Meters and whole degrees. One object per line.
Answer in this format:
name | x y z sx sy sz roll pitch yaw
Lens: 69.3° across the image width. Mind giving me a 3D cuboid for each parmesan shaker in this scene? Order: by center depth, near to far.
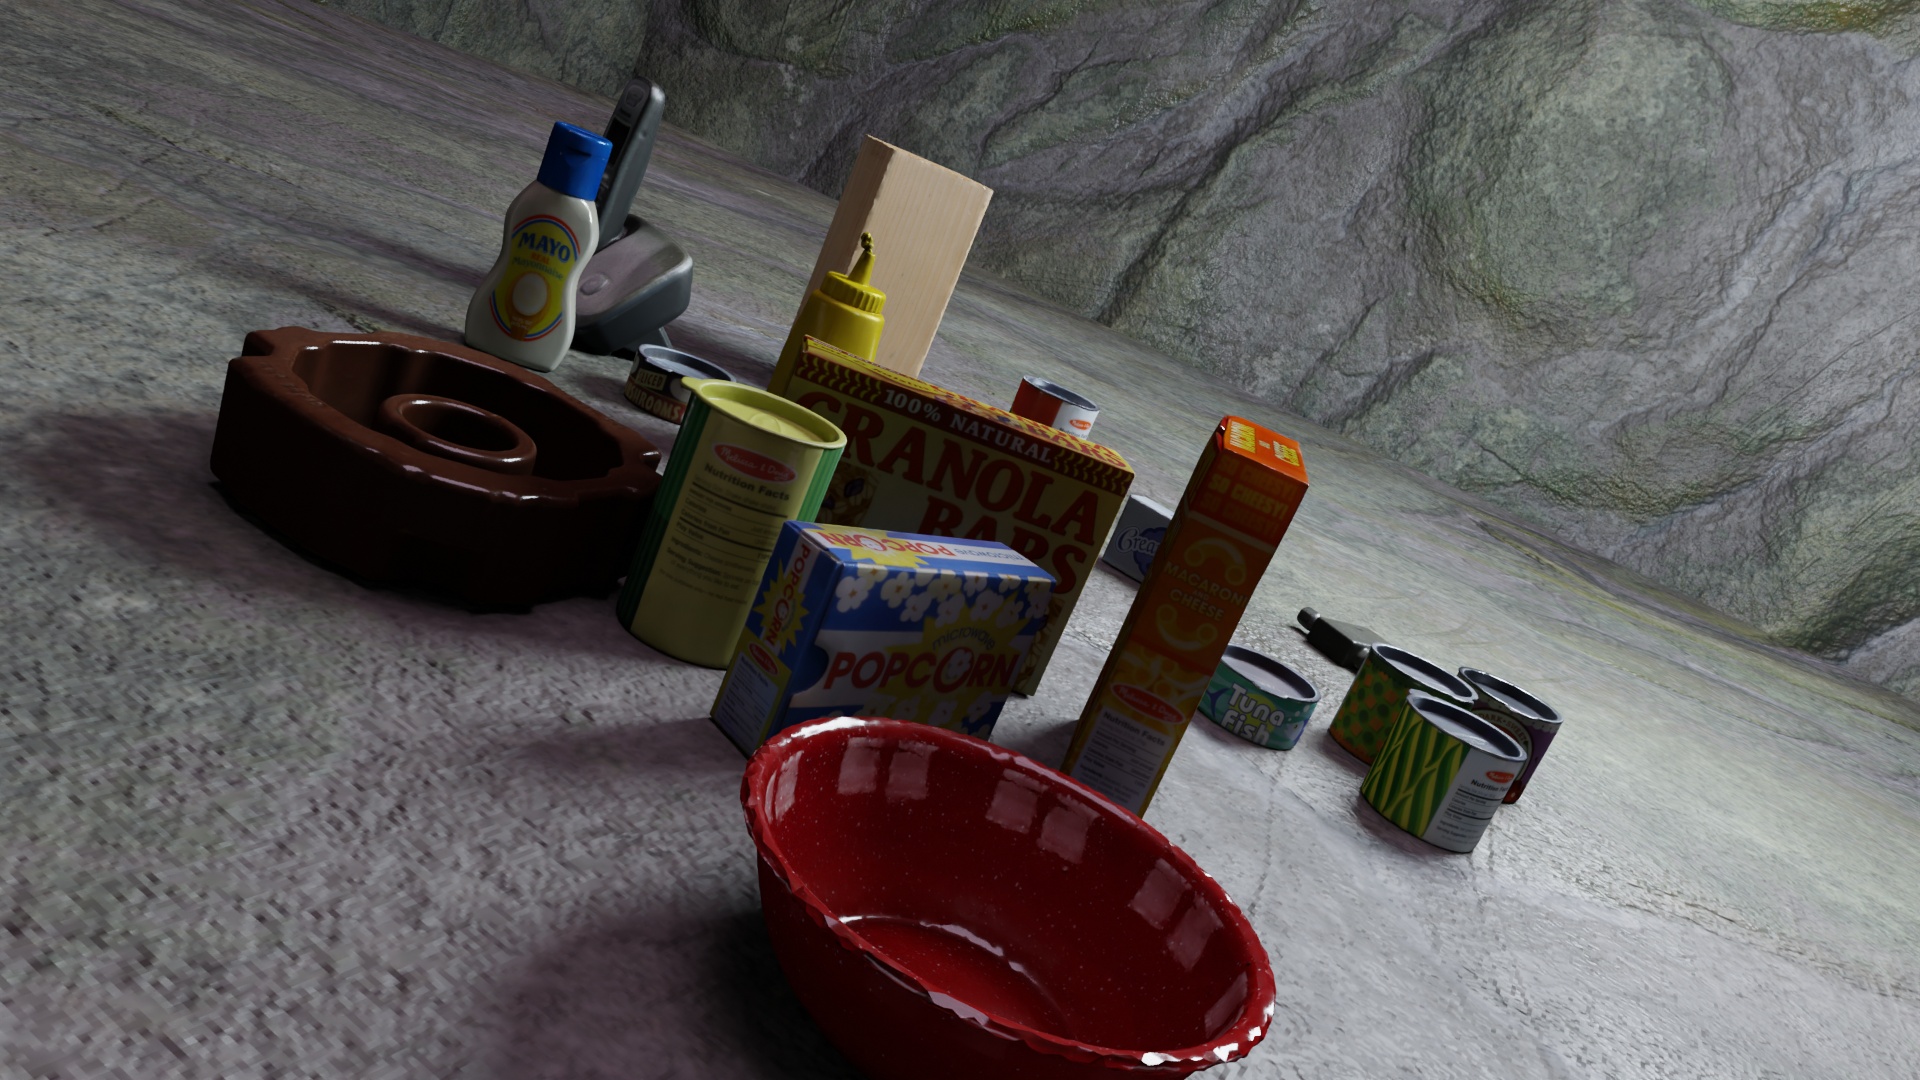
parmesan shaker | -0.099 -0.008 0.578 0.071 0.102 0.071 22 15 -6

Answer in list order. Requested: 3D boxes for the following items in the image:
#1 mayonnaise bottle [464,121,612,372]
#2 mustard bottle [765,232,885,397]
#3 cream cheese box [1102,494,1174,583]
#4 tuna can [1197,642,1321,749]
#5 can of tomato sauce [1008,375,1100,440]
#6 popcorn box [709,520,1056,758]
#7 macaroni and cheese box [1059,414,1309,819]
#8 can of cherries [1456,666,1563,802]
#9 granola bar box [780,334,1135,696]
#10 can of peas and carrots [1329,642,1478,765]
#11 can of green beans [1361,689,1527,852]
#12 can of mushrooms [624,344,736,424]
mayonnaise bottle | -0.257 -0.183 0.861 0.065 0.147 0.041 19 15 -17
mustard bottle | -0.080 -0.110 0.848 0.049 0.159 0.065 14 17 -32
cream cheese box | 0.153 0.014 0.968 0.104 0.053 0.024 32 17 30
tuna can | 0.164 0.087 0.773 0.071 0.032 0.071 22 15 -6
can of tomato sauce | 0.063 -0.082 1.108 0.071 0.083 0.071 22 15 -6
popcorn box | -0.027 0.041 0.548 0.127 0.085 0.038 6 22 -48
macaroni and cheese box | 0.093 0.033 0.598 0.040 0.166 0.124 25 15 6
can of cherries | 0.322 0.118 0.846 0.071 0.058 0.072 22 15 -6
granola bar box | -0.019 -0.010 0.660 0.165 0.124 0.039 19 15 -14
can of peas and carrots | 0.260 0.102 0.812 0.071 0.058 0.071 22 15 -6
can of green beans | 0.254 0.122 0.735 0.071 0.057 0.071 22 15 -6
can of mushrooms | -0.184 -0.101 0.905 0.071 0.033 0.071 22 15 -6
